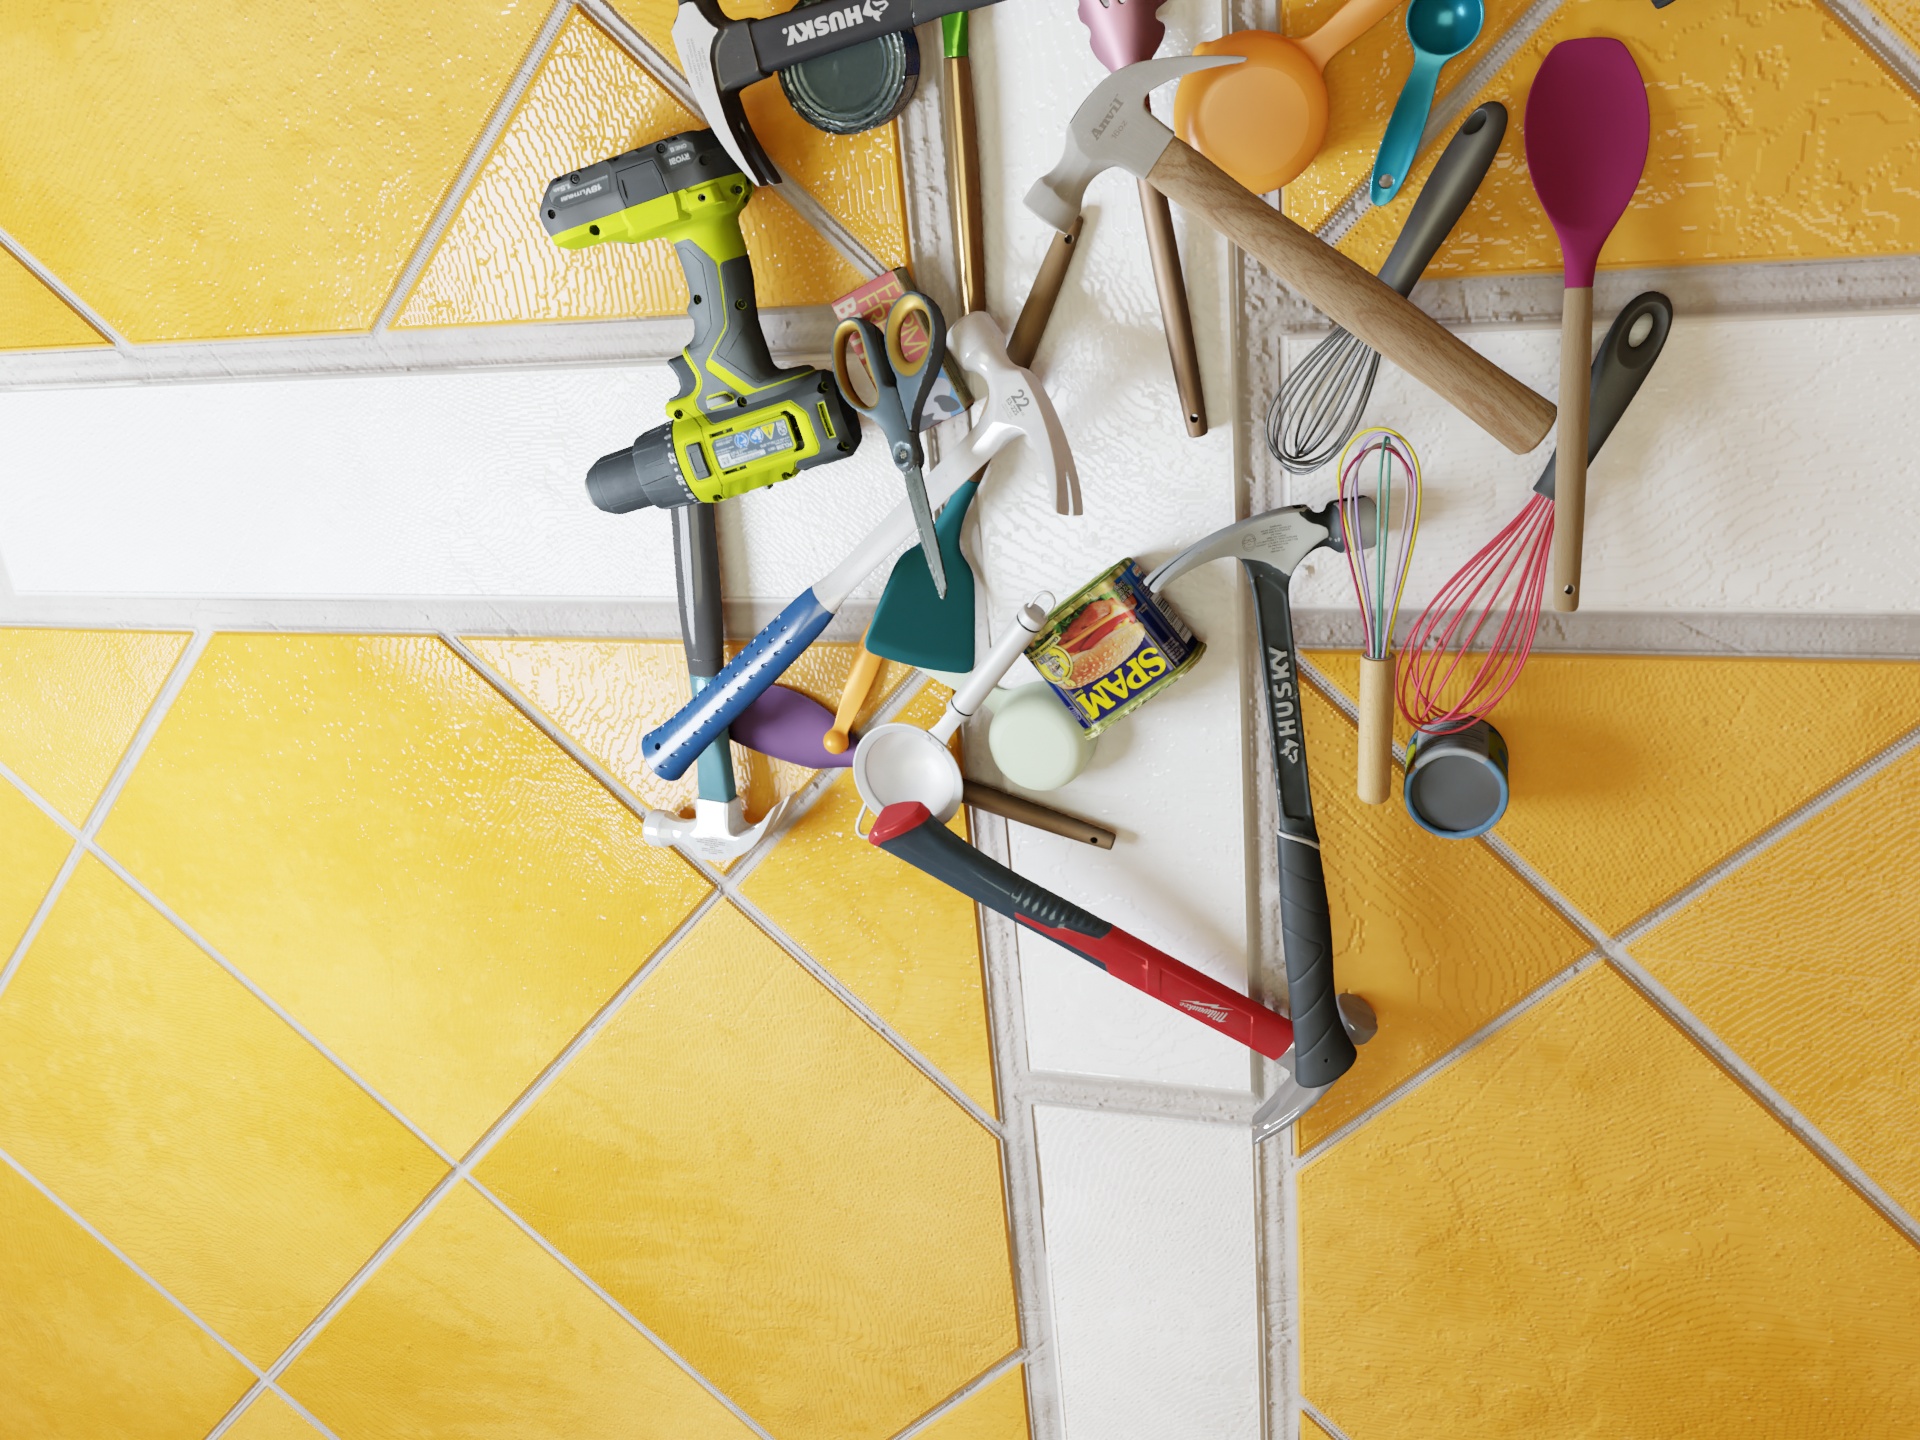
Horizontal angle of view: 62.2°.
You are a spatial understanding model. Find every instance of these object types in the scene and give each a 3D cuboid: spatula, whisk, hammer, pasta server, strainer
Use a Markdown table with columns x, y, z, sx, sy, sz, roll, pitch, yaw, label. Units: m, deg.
| x | y | z | sx | sy | sz | roll | pitch | yaw | label |
| --- | --- | --- | --- | --- | --- | --- | --- | --- | --- |
| 0.020 | -0.180 | 1.056 | 0.082 | 0.044 | 0.317 | 12 | 118 | -20 | spatula |
| 0.257 | -0.062 | 0.989 | 0.047 | 0.051 | 0.244 | -1 | 113 | 9 | whisk |
| -0.083 | -0.084 | 1.079 | 0.405 | 0.035 | 0.144 | -41 | 72 | 28 | hammer |
| 0.118 | -0.327 | 0.970 | 0.060 | 0.040 | 0.316 | -6 | 115 | 21 | pasta server |
| 0.253 | -0.254 | 0.947 | 0.055 | 0.055 | 0.239 | 30 | 114 | 4 | whisk |
| 0.101 | 0.176 | 1.158 | 0.386 | 0.038 | 0.143 | 29 | 120 | -6 | hammer |
| 0.206 | -0.257 | 0.906 | 0.331 | 0.031 | 0.130 | 31 | 110 | -12 | hammer |
| -0.035 | 0.038 | 1.186 | 0.316 | 0.018 | 0.059 | 19 | 115 | 11 | spatula |
| 0.349 | -0.119 | 0.967 | 0.073 | 0.073 | 0.295 | 25 | 112 | 6 | whisk |
| -0.002 | -0.004 | 1.108 | 0.087 | 0.050 | 0.258 | 40 | 129 | 2 | strainer |
| 0.218 | 0.062 | 1.058 | 0.149 | 0.036 | 0.408 | -11 | 108 | -3 | hammer |
| -0.012 | -0.417 | 0.924 | 0.335 | 0.035 | 0.146 | -7 | 108 | 22 | hammer |
| -0.192 | -0.048 | 1.185 | 0.128 | 0.033 | 0.330 | 8 | 113 | 23 | hammer |

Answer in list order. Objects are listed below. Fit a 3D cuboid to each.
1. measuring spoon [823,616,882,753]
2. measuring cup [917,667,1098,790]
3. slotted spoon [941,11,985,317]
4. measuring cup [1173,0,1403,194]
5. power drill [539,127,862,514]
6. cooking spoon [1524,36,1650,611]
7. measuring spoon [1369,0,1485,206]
| x | y | z | sx | sy | sz | roll | pitch | yaw | label |
| --- | --- | --- | --- | --- | --- | --- | --- | --- | --- |
| -0.077 | -0.026 | 1.167 | 0.021 | 0.011 | 0.117 | 26 | 110 | 10 | measuring spoon |
| 0.019 | -0.010 | 1.134 | 0.167 | 0.038 | 0.083 | 31 | 119 | 1 | measuring cup |
| 0.001 | -0.383 | 0.983 | 0.070 | 0.031 | 0.313 | 4 | 115 | 17 | slotted spoon |
| 0.199 | -0.371 | 0.899 | 0.173 | 0.052 | 0.095 | -36 | 110 | 23 | measuring cup |
| -0.189 | -0.255 | 1.057 | 0.190 | 0.080 | 0.228 | -15 | 106 | 11 | power drill |
| 0.352 | -0.221 | 0.909 | 0.069 | 0.017 | 0.319 | -1 | 101 | 3 | cooking spoon |
| 0.262 | -0.360 | 0.914 | 0.042 | 0.021 | 0.128 | 17 | 127 | 4 | measuring spoon |
